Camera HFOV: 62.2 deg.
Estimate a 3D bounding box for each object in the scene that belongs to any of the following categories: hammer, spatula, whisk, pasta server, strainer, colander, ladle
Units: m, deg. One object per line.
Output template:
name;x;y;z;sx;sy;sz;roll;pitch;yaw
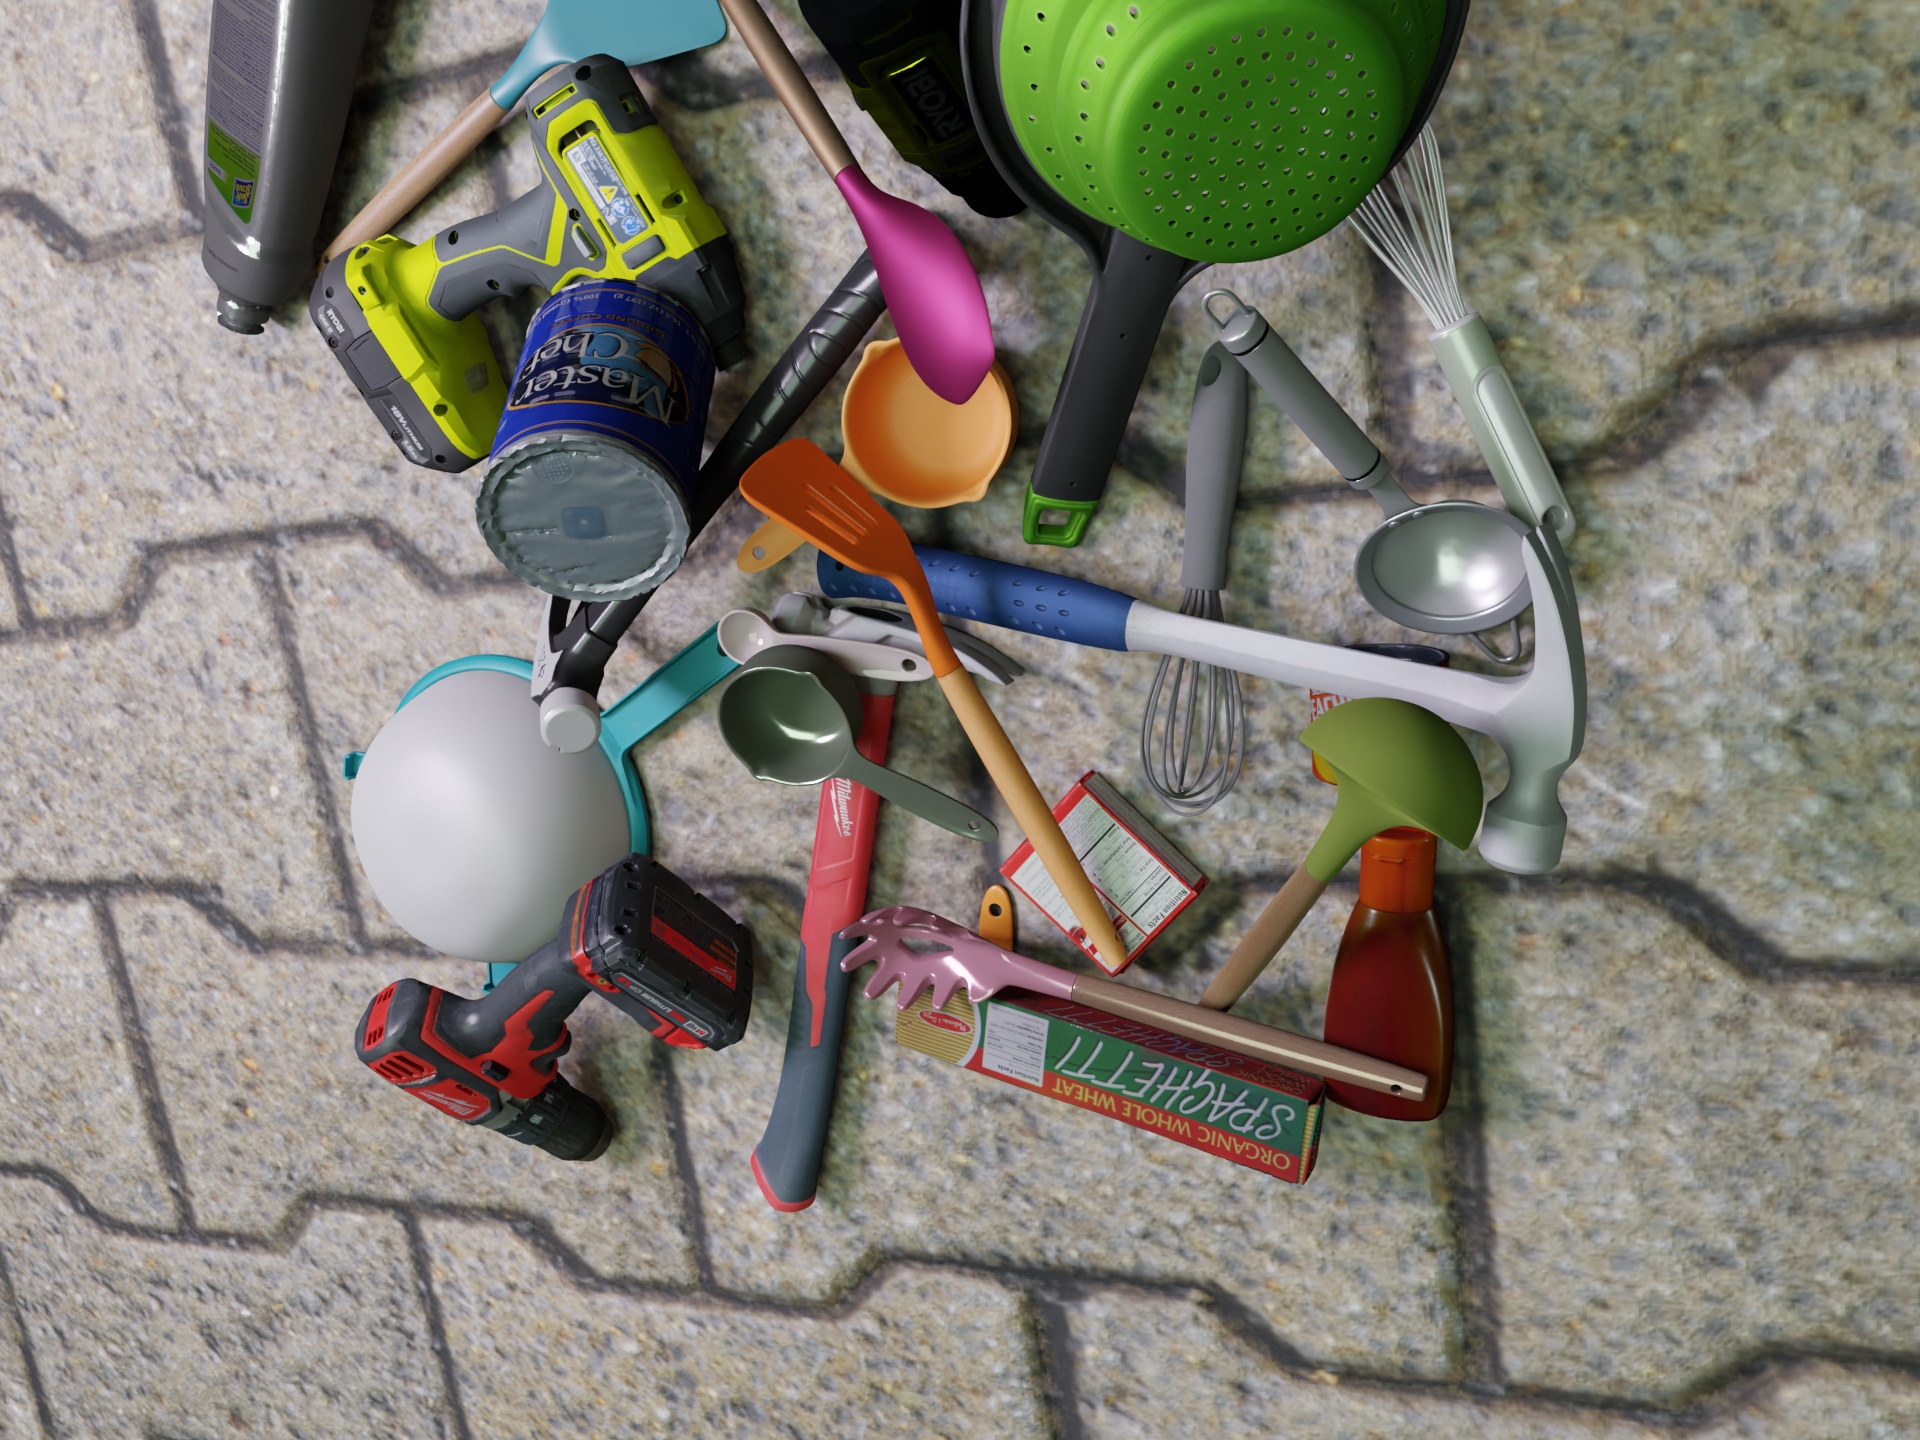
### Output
hammer;0.094;-0.049;0.764;0.406;0.035;0.144;16;112;34
spatula;-0.270;-0.339;0.911;0.317;0.044;0.082;-26;94;32
hammer;-0.062;0.125;0.935;0.143;0.038;0.386;16;110;18
whisk;0.123;-0.068;0.796;0.055;0.055;0.239;8;103;22
hammer;-0.127;-0.140;0.864;0.035;0.146;0.334;32;109;-30
whisk;0.221;-0.186;0.722;0.058;0.059;0.246;-28;97;-6
pasta server;0.083;0.152;0.836;0.316;0.040;0.060;13;121;22
strainer;-0.261;0.039;0.967;0.340;0.095;0.211;-34;89;29
strainer;0.184;-0.109;0.704;0.087;0.050;0.258;-21;137;37
spatula;-0.001;-0.003;0.810;0.041;0.081;0.322;-22;108;28
colander;0.089;-0.193;0.669;0.204;0.095;0.396;4;140;-12
ladle;0.151;0.088;0.735;0.078;0.062;0.320;36;148;12

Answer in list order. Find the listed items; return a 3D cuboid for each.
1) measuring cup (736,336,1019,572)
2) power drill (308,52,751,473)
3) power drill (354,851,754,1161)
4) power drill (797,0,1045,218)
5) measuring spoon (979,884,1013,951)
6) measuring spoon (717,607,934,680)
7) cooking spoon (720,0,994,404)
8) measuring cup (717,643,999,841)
measuring cup;-0.046;-0.133;0.836;0.173;0.052;0.095;-35;95;19
power drill;-0.234;-0.236;0.886;0.223;0.080;0.171;-23;108;24
power drill;-0.232;0.193;0.982;0.226;0.080;0.187;-30;128;22
power drill;0.063;-0.314;0.696;0.228;0.190;0.080;-23;72;16
measuring spoon;0.018;0.151;0.920;0.021;0.011;0.117;9;107;21
measuring spoon;-0.072;-0.040;0.866;0.124;0.018;0.034;11;122;11
cooking spoon;-0.068;-0.289;0.790;0.319;0.017;0.068;60;141;17
measuring cup;-0.050;0.016;0.863;0.167;0.038;0.083;28;127;-5
